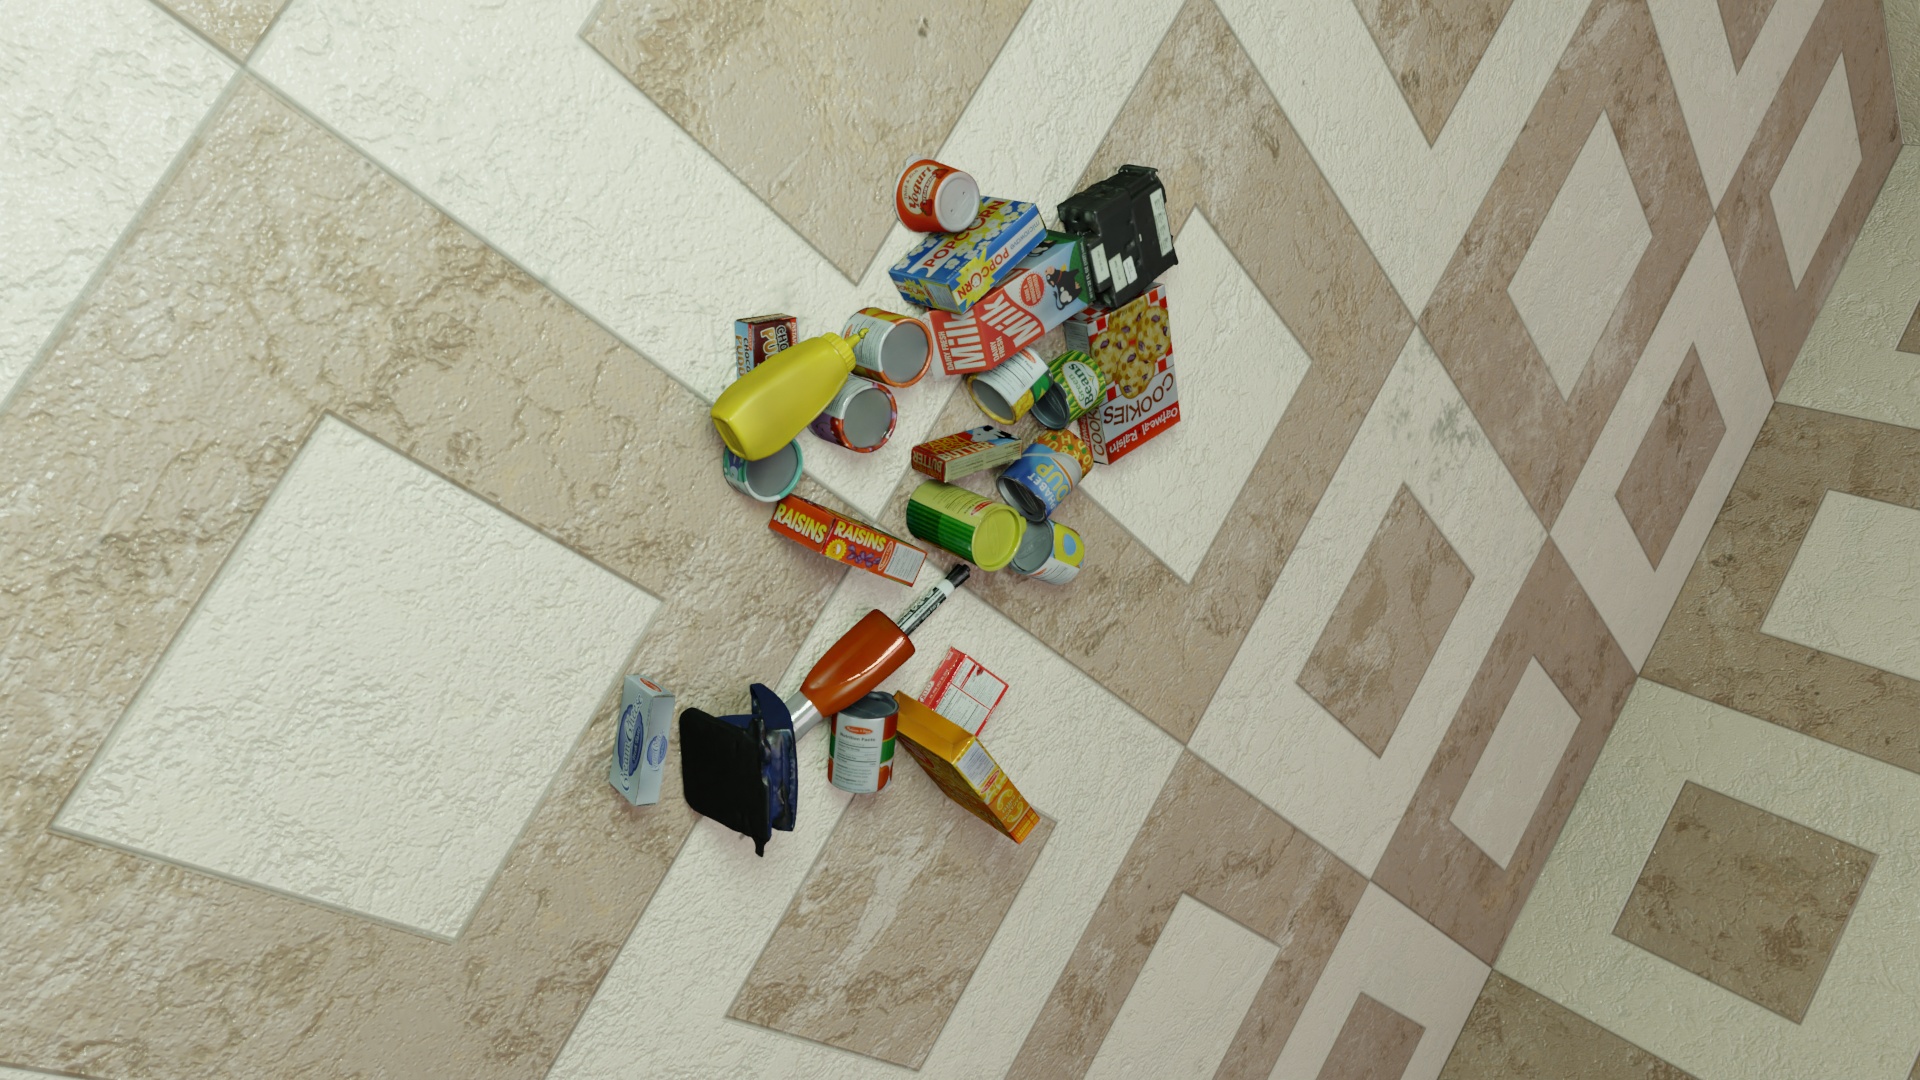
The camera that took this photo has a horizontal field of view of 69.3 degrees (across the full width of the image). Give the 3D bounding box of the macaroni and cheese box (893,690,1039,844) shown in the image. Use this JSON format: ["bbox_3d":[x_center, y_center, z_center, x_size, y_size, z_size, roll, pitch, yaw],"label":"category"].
[{"bbox_3d":[0.000,0.236,1.446,0.040,0.124,0.166,-49,133,-16],"label":"macaroni and cheese box"}]

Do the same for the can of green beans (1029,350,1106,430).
[{"bbox_3d":[0.108,-0.156,1.437,0.058,0.071,0.071,-34,126,-29],"label":"can of green beans"}]

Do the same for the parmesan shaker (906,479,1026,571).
[{"bbox_3d":[0.005,-0.017,1.368,0.071,0.103,0.071,-17,118,-37],"label":"parmesan shaker"}]

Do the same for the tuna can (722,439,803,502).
[{"bbox_3d":[-0.173,-0.071,1.231,0.071,0.033,0.070,-18,118,-37],"label":"tuna can"}]

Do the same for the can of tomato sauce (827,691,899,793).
[{"bbox_3d":[-0.097,0.199,1.384,0.071,0.071,0.082,-9,113,-41],"label":"can of tomato sauce"}]

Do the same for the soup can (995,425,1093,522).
[{"bbox_3d":[0.091,-0.069,1.450,0.084,0.071,0.071,-46,132,-20],"label":"soup can"}]

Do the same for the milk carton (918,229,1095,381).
[{"bbox_3d":[0.036,-0.227,1.337,0.191,0.073,0.072,-37,130,-27],"label":"milk carton"}]

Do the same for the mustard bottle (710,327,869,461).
[{"bbox_3d":[-0.137,-0.134,1.185,0.161,0.049,0.065,-41,130,-24],"label":"mustard bottle"}]

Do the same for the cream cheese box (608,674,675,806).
[{"bbox_3d":[-0.278,0.174,1.213,0.024,0.053,0.103,1,105,-41],"label":"cream cheese box"}]

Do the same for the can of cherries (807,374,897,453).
[{"bbox_3d":[-0.098,-0.116,1.265,0.072,0.058,0.071,-17,117,-38],"label":"can of cherries"}]

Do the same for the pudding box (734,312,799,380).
[{"bbox_3d":[-0.167,-0.152,1.208,0.050,0.030,0.083,-16,117,-39],"label":"pudding box"}]

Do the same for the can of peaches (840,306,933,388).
[{"bbox_3d":[-0.065,-0.177,1.273,0.071,0.058,0.071,-17,117,-37],"label":"can of peaches"}]

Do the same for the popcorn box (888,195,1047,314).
[{"bbox_3d":[0.008,-0.267,1.287,0.127,0.085,0.038,-45,132,-21],"label":"popcorn box"}]

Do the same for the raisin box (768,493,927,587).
[{"bbox_3d":[-0.104,-0.001,1.285,0.123,0.086,0.040,22,92,-45],"label":"raisin box"}]

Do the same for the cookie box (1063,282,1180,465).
[{"bbox_3d":[0.178,-0.182,1.512,0.123,0.040,0.166,-31,124,-31],"label":"cookie box"}]

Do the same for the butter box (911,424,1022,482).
[{"bbox_3d":[0.007,-0.087,1.379,0.104,0.053,0.024,-19,121,-36],"label":"butter box"}]

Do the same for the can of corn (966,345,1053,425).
[{"bbox_3d":[0.049,-0.156,1.384,0.058,0.071,0.071,-47,132,-19],"label":"can of corn"}]

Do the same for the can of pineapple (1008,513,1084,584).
[{"bbox_3d":[0.090,0.009,1.485,0.058,0.071,0.071,21,91,-46],"label":"can of pineapple"}]

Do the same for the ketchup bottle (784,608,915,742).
[{"bbox_3d":[-0.117,0.133,1.345,0.149,0.065,0.043,-41,136,-13],"label":"ketchup bottle"}]

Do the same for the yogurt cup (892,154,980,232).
[{"bbox_3d":[-0.019,-0.312,1.267,0.073,0.054,0.072,-18,119,-37],"label":"yogurt cup"}]
